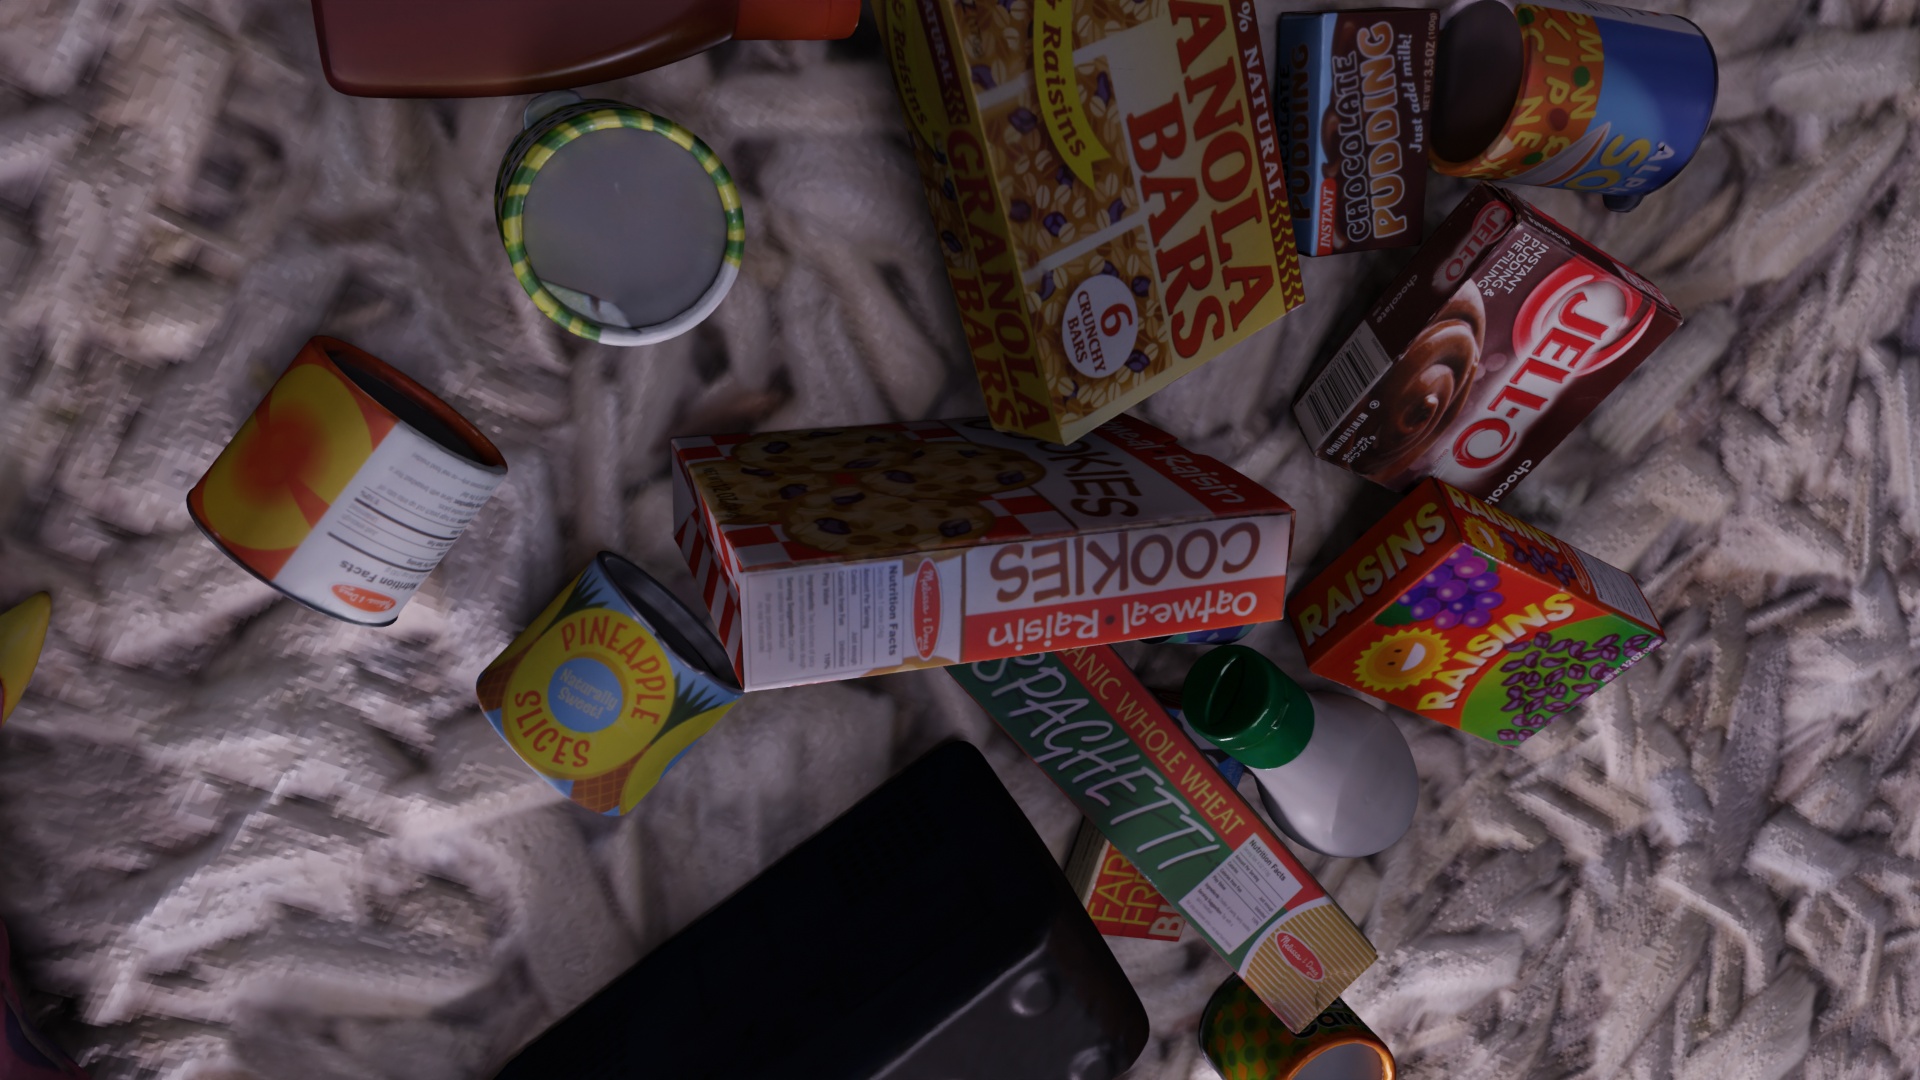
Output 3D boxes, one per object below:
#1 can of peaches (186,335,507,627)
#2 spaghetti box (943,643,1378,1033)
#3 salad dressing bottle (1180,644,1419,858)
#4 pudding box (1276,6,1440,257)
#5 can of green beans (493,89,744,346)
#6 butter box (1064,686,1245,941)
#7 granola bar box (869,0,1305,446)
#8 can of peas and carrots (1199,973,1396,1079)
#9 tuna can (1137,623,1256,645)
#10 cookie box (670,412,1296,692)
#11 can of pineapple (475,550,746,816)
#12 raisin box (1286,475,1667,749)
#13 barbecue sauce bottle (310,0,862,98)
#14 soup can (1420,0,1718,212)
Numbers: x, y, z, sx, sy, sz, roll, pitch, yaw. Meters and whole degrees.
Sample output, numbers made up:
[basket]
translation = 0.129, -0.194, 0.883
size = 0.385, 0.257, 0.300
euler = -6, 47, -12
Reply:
[can of peaches]
translation = -0.177, -0.019, 0.403
size = 0.071, 0.071, 0.058
euler = 37, 93, -27
[spaghetti box]
translation = 0.079, 0.102, 0.534
size = 0.050, 0.029, 0.249
euler = -43, 116, -2
[salad dressing bottle]
translation = 0.134, 0.082, 0.542
size = 0.147, 0.044, 0.064
euler = 36, 76, -47
[pudding box]
translation = 0.140, -0.147, 0.498
size = 0.050, 0.030, 0.083
euler = -8, 111, -17
[can of green beans]
translation = -0.101, -0.094, 0.408
size = 0.071, 0.058, 0.071
euler = -7, 110, -19
[butter box]
translation = 0.080, 0.112, 0.569
size = 0.053, 0.024, 0.103
euler = 12, 103, -24
[granola bar box]
translation = 0.045, -0.131, 0.443
size = 0.125, 0.039, 0.165
euler = -32, 118, -29
[can of peas and carrots]
translation = 0.150, 0.228, 0.617
size = 0.071, 0.059, 0.070
euler = -7, 111, -19
[tuna can]
translation = 0.085, 0.004, 0.508
size = 0.033, 0.071, 0.071
euler = 3, 107, -23
[cookie box]
translation = 0.002, -0.006, 0.442
size = 0.168, 0.123, 0.040
euler = -6, 111, -19
[can of pineapple]
translation = -0.112, 0.046, 0.447
size = 0.058, 0.071, 0.071
euler = -46, 118, -1
[raisin box]
translation = 0.208, 0.032, 0.563
size = 0.123, 0.040, 0.085
euler = 21, 130, -27
[barbecue sauce bottle]
translation = -0.103, -0.160, 0.393
size = 0.149, 0.044, 0.064
euler = -8, 106, -19
[soup can]
translation = 0.215, -0.158, 0.502
size = 0.084, 0.071, 0.071
euler = 0, 108, -20
